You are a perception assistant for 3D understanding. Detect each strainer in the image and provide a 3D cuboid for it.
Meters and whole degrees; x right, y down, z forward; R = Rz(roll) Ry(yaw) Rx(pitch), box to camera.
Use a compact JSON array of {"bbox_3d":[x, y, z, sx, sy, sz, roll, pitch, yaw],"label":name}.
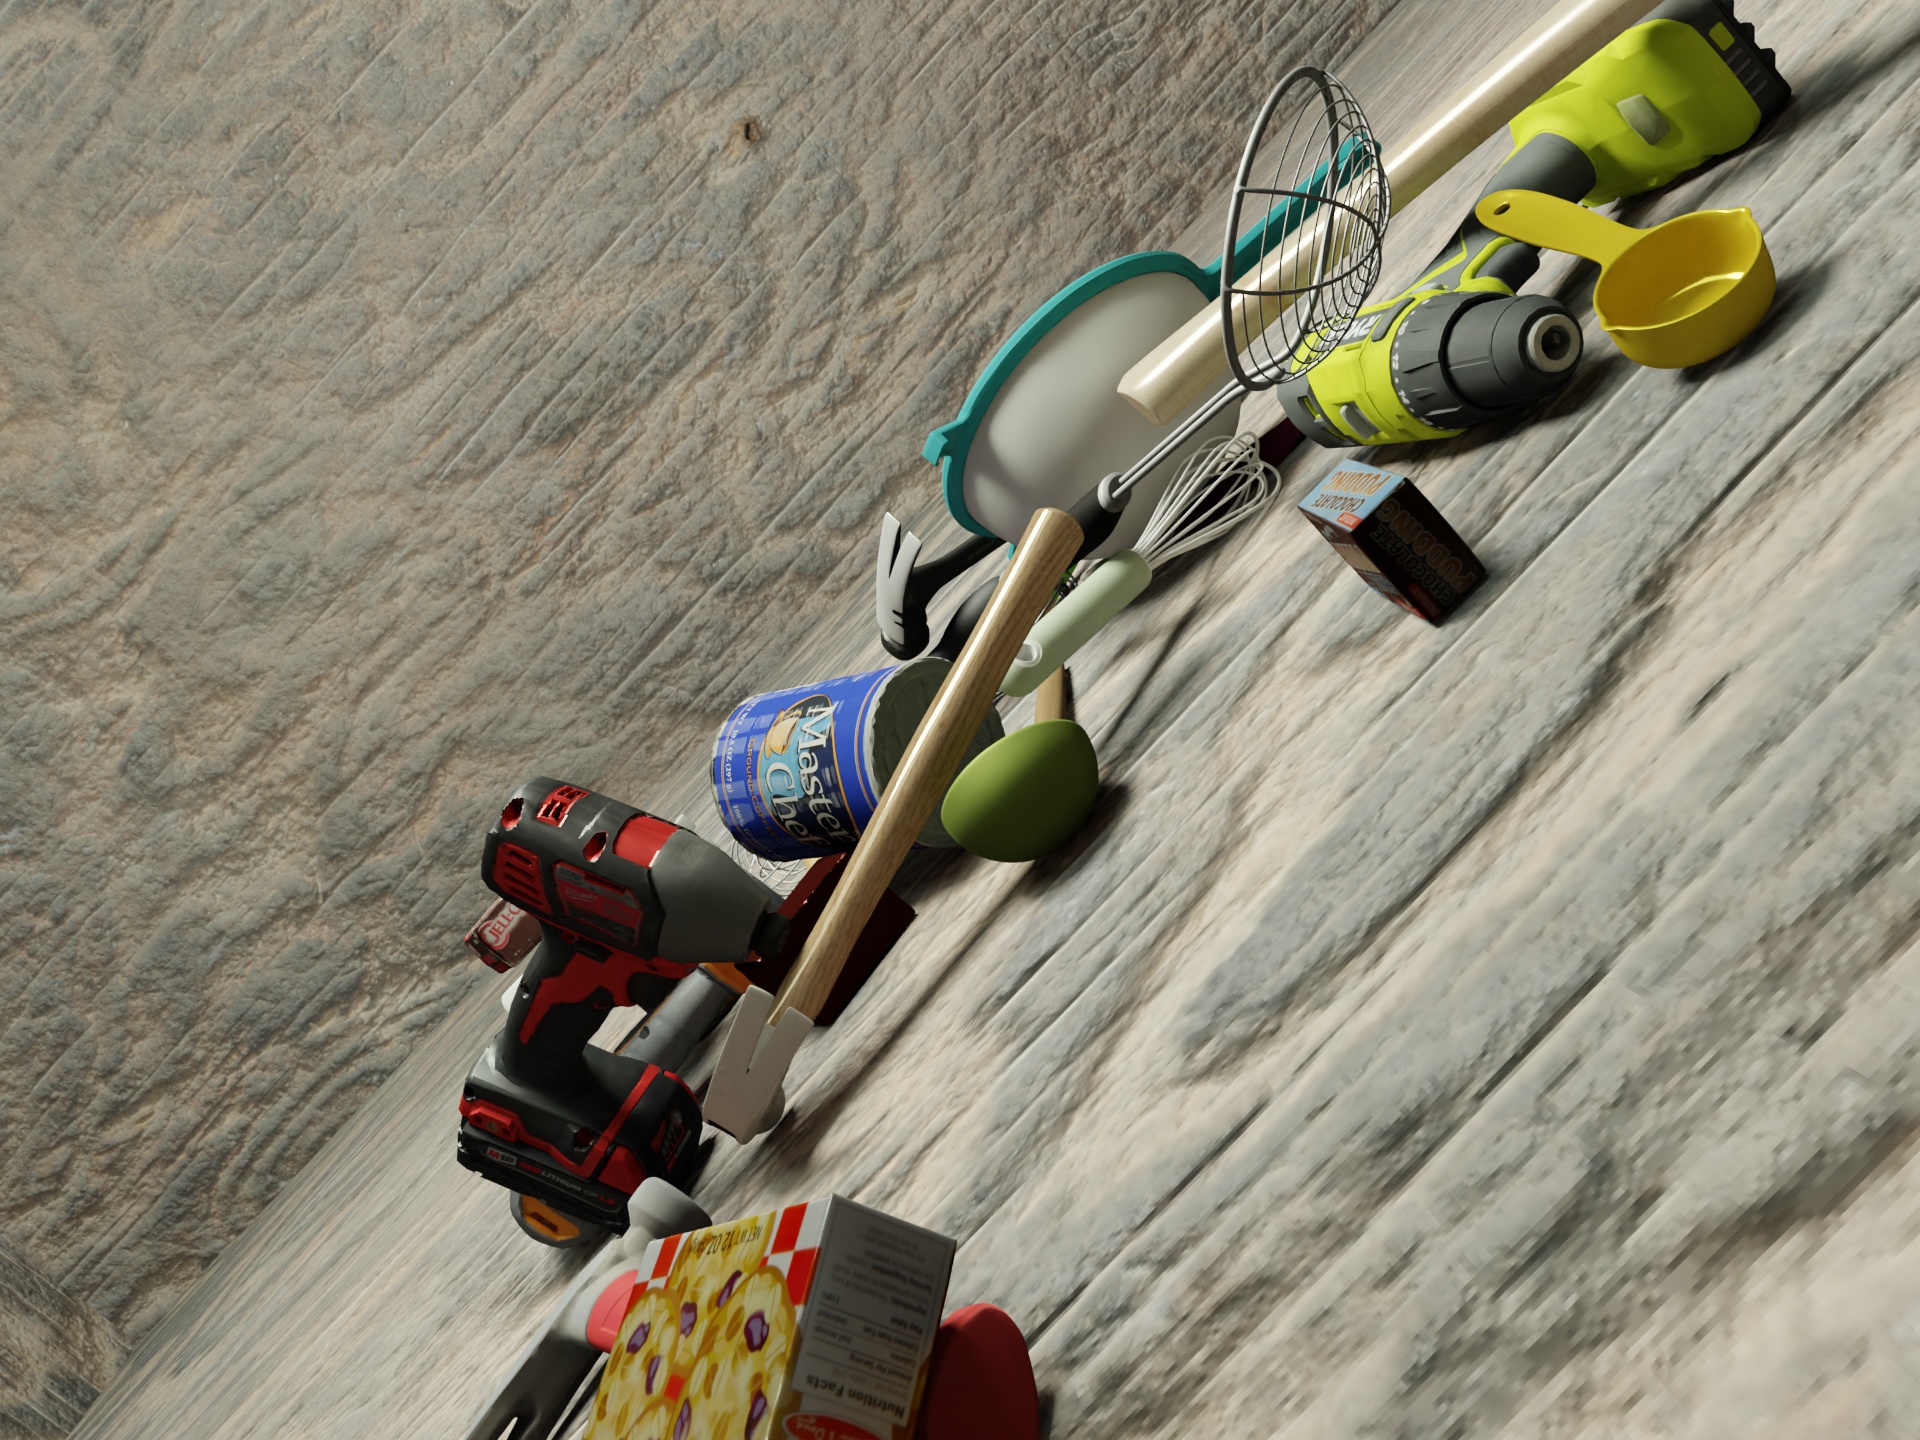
[{"bbox_3d":[0.145,-0.211,0.959,0.340,0.095,0.210,-42,-23,4],"label":"strainer"}]

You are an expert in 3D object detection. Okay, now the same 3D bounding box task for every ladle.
[{"bbox_3d":[0.038,-0.001,0.845,0.078,0.062,0.320,-44,8,14],"label":"ladle"}]

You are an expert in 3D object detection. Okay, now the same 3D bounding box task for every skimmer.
[{"bbox_3d":[0.083,-0.156,0.766,0.127,0.090,0.363,-58,10,-30],"label":"skimmer"}]

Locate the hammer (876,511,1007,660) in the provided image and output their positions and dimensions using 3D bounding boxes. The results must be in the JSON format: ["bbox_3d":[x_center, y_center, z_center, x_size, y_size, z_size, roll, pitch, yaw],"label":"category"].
[{"bbox_3d":[0.074,-0.172,1.128,0.337,0.034,0.127,-37,-25,-24],"label":"hammer"}]

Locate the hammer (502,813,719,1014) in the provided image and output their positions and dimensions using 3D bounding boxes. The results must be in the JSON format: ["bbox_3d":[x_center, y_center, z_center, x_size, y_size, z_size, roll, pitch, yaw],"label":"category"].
[{"bbox_3d":[-0.232,0.109,1.104,0.149,0.036,0.409,-46,9,-4],"label":"hammer"}]

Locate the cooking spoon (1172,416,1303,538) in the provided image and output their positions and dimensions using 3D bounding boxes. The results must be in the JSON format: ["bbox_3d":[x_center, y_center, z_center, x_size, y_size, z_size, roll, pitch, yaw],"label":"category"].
[{"bbox_3d":[0.233,-0.206,0.926,0.319,0.017,0.069,-40,13,38],"label":"cooking spoon"}]

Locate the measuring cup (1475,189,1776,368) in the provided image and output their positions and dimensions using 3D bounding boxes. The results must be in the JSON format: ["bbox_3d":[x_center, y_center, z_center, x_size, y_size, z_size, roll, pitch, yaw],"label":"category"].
[{"bbox_3d":[0.244,-0.173,0.601,0.062,0.029,0.157,-41,31,8],"label":"measuring cup"}]

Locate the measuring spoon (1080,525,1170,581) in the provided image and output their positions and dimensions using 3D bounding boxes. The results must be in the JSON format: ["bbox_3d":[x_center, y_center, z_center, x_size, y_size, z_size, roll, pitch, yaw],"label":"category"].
[{"bbox_3d":[0.109,-0.120,1.106,0.034,0.018,0.124,-52,10,-23],"label":"measuring spoon"}]

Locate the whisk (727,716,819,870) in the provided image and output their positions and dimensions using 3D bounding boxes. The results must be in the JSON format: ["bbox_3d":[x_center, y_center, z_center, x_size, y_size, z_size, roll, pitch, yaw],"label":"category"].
[{"bbox_3d":[-0.108,0.056,1.022,0.051,0.047,0.245,-42,36,6],"label":"whisk"}]

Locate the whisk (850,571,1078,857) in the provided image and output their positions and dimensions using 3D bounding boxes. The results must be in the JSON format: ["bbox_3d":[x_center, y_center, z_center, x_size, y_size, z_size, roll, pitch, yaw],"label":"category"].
[{"bbox_3d":[-0.003,-0.004,1.046,0.239,0.055,0.055,-52,10,-2],"label":"whisk"}]

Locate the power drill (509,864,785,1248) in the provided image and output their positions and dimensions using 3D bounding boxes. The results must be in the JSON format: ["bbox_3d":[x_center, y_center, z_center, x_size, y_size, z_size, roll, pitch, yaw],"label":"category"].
[{"bbox_3d":[-0.187,0.195,0.952,0.226,0.084,0.164,-53,11,-14],"label":"power drill"}]

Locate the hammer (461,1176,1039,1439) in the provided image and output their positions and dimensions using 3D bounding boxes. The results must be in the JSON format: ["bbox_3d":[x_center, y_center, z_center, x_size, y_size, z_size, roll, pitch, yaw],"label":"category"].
[{"bbox_3d":[-0.088,0.227,0.540,0.143,0.038,0.386,-54,12,-27],"label":"hammer"}]

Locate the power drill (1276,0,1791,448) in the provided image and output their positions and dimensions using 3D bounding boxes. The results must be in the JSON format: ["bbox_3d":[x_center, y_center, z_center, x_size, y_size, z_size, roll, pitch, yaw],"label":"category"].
[{"bbox_3d":[0.260,-0.219,0.717,0.228,0.080,0.191,-50,15,-5],"label":"power drill"}]

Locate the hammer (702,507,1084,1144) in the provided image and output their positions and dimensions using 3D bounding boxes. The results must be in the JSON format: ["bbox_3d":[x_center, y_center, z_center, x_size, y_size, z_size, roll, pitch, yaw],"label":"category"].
[{"bbox_3d":[-0.027,0.042,0.742,0.331,0.031,0.130,-61,-4,-13],"label":"hammer"}]

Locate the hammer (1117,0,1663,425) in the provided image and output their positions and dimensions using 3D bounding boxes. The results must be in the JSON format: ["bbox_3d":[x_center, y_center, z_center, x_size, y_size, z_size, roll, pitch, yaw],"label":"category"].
[{"bbox_3d":[0.224,-0.271,0.728,0.410,0.038,0.146,-36,21,41],"label":"hammer"}]

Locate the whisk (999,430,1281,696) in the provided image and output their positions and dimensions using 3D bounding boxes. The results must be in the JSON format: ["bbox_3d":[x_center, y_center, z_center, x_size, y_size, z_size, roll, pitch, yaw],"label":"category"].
[{"bbox_3d":[0.098,-0.086,0.864,0.246,0.058,0.059,-42,-31,-33],"label":"whisk"}]

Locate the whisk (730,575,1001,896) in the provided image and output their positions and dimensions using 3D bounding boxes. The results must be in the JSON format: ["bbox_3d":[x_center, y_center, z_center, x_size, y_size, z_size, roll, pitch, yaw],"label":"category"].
[{"bbox_3d":[-0.057,0.010,1.097,0.284,0.070,0.070,-50,10,6],"label":"whisk"}]

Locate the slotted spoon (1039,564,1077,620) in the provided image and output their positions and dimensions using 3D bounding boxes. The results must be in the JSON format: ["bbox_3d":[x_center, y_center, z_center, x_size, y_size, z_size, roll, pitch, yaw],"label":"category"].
[{"bbox_3d":[0.045,-0.067,1.101,0.314,0.031,0.070,-54,-1,-11],"label":"slotted spoon"}]

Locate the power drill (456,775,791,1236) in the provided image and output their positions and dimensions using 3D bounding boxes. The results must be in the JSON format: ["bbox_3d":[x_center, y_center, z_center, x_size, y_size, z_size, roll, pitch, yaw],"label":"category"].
[{"bbox_3d":[-0.166,0.140,0.772,0.079,0.143,0.219,-61,-10,-58],"label":"power drill"}]
